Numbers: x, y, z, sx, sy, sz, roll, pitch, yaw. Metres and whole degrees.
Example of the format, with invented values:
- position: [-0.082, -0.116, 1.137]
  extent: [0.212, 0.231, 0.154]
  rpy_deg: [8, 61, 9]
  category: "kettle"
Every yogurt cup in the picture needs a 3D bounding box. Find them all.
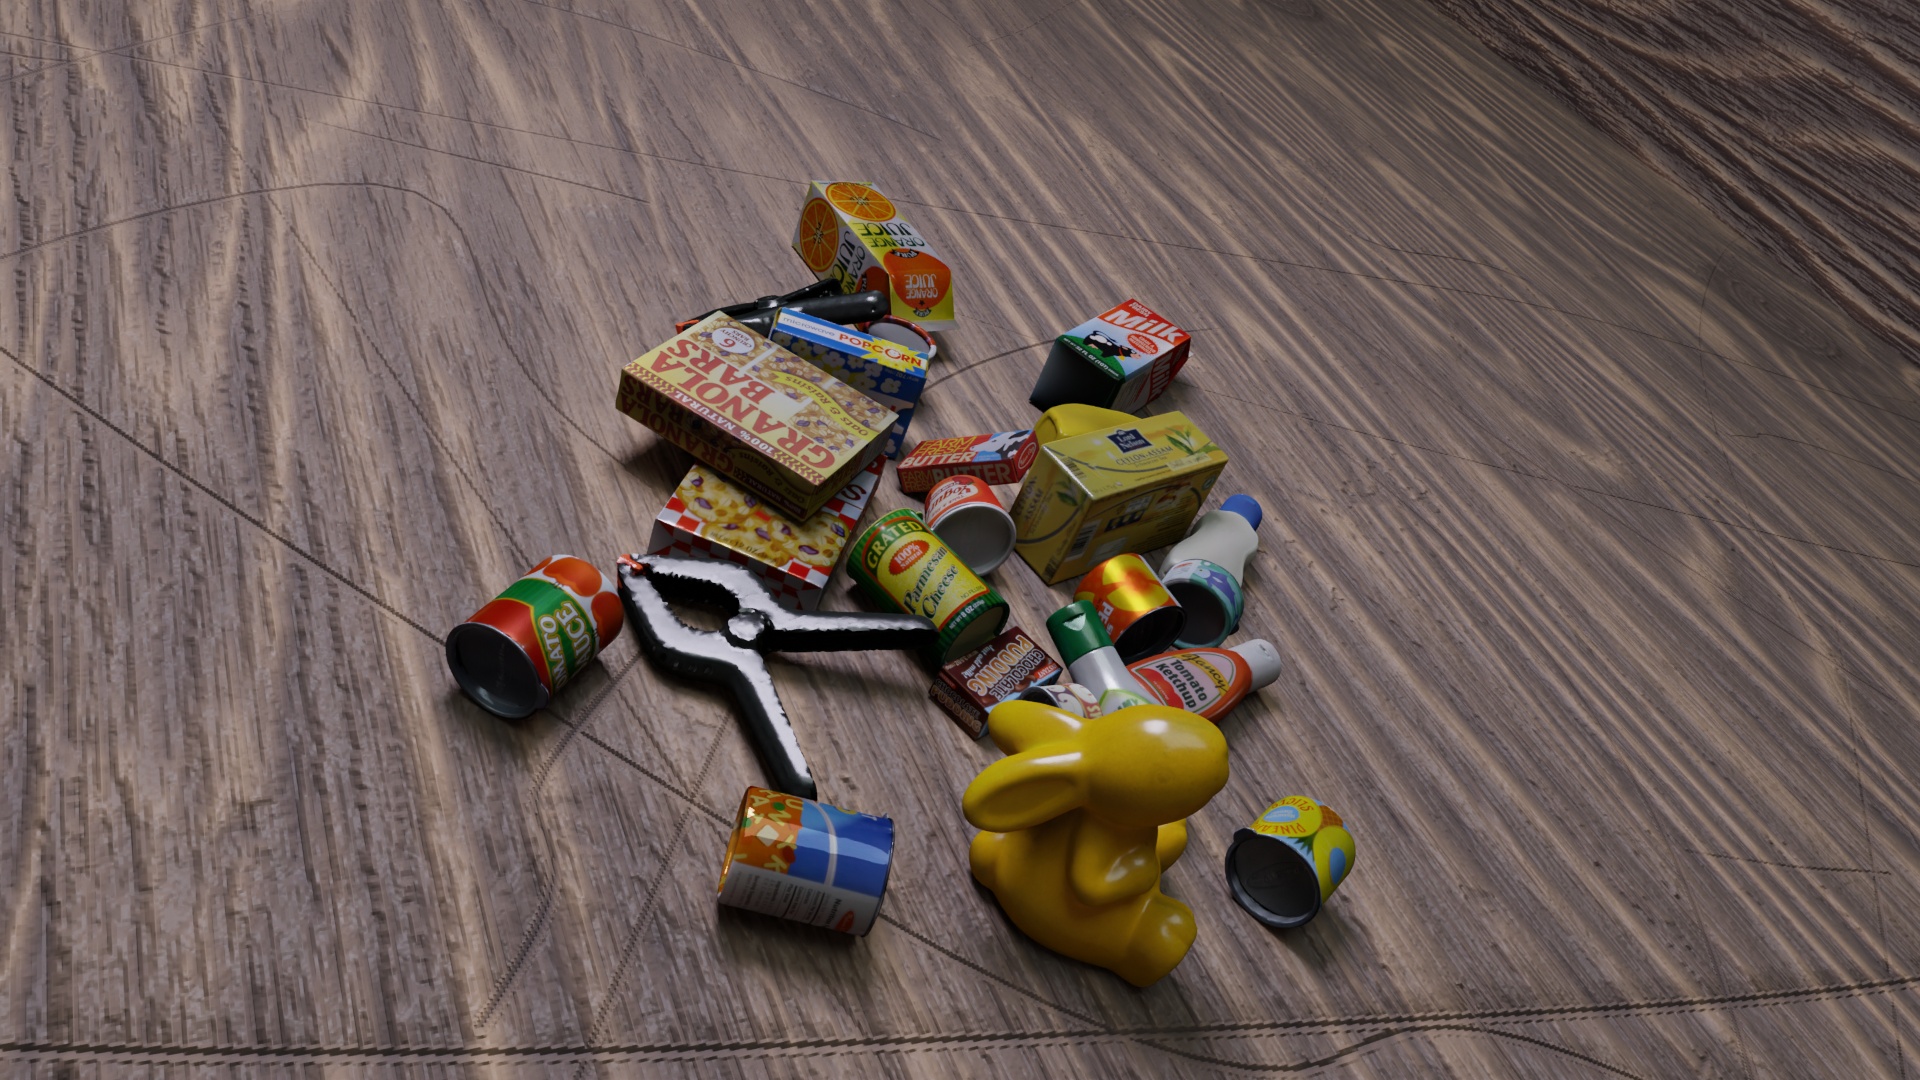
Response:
- position: [0.004, -0.013, 1.049]
  extent: [0.072, 0.072, 0.054]
  rpy_deg: [9, 32, -19]
  category: "yogurt cup"

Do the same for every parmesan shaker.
- position: [-0.021, 0.033, 0.974]
  extent: [0.071, 0.071, 0.103]
  rpy_deg: [-22, 56, -44]
  category: "parmesan shaker"

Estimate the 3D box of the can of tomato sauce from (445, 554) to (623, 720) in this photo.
- position: [-0.249, 0.056, 0.824]
  extent: [0.071, 0.070, 0.083]
  rpy_deg: [30, 37, 7]
  category: "can of tomato sauce"

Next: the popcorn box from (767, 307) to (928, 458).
- position: [-0.098, -0.125, 1.109]
  extent: [0.127, 0.084, 0.038]
  rpy_deg: [17, 37, -9]
  category: "popcorn box"

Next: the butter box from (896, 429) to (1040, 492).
- position: [0.006, -0.062, 1.096]
  extent: [0.103, 0.024, 0.053]
  rpy_deg: [-4, 27, 26]
  category: "butter box"

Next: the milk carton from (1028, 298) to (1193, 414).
- position: [0.151, -0.168, 1.306]
  extent: [0.072, 0.073, 0.191]
  rpy_deg: [37, 39, 17]
  category: "milk carton"

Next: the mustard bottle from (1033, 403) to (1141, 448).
- position: [0.136, -0.080, 1.204]
  extent: [0.160, 0.065, 0.049]
  rpy_deg: [5, 46, -33]
  category: "mustard bottle"

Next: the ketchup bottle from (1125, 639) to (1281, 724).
- position: [0.175, 0.106, 1.013]
  extent: [0.149, 0.043, 0.065]
  rpy_deg: [-14, 55, -40]
  category: "ketchup bottle"

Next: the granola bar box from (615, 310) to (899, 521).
- position: [-0.147, -0.093, 1.015]
  extent: [0.166, 0.038, 0.125]
  rpy_deg: [31, 38, 9]
  category: "granola bar box"

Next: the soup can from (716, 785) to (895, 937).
- position: [-0.085, 0.175, 0.770]
  extent: [0.084, 0.071, 0.072]
  rpy_deg: [16, 38, -10]
  category: "soup can"

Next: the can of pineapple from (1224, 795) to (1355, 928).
- position: [0.212, 0.204, 0.895]
  extent: [0.071, 0.070, 0.058]
  rpy_deg: [40, 39, 20]
  category: "can of pineapple"

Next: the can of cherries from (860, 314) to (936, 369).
- position: [-0.062, -0.152, 1.182]
  extent: [0.071, 0.058, 0.072]
  rpy_deg: [15, 38, -12]
  category: "can of cherries"

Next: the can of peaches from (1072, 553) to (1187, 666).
- position: [0.123, 0.053, 1.032]
  extent: [0.071, 0.071, 0.058]
  rpy_deg: [-6, 47, -34]
  category: "can of peaches"

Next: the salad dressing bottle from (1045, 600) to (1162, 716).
- position: [0.104, 0.112, 0.938]
  extent: [0.064, 0.044, 0.148]
  rpy_deg: [-25, 67, -2]
  category: "salad dressing bottle"

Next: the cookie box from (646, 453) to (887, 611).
- position: [-0.135, -0.026, 1.008]
  extent: [0.123, 0.040, 0.168]
  rpy_deg: [23, 38, -1]
  category: "cookie box"

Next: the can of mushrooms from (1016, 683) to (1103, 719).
- position: [0.065, 0.127, 0.907]
  extent: [0.033, 0.070, 0.071]
  rpy_deg: [0, 43, -31]
  category: "can of mushrooms"

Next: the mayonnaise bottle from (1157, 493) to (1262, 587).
- position: [0.215, 0.008, 1.157]
  extent: [0.065, 0.041, 0.149]
  rpy_deg: [33, 37, 9]
  category: "mayonnaise bottle"

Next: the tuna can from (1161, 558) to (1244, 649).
- position: [0.183, 0.052, 1.066]
  extent: [0.071, 0.070, 0.033]
  rpy_deg: [33, 38, 11]
  category: "tuna can"

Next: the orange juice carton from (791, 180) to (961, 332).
- position: [-0.075, -0.250, 1.283]
  extent: [0.072, 0.072, 0.193]
  rpy_deg: [-9, 49, -37]
  category: "orange juice carton"

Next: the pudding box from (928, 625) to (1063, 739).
- position: [0.025, 0.097, 0.954]
  extent: [0.050, 0.030, 0.084]
  rpy_deg: [43, 41, 21]
  category: "pudding box"
